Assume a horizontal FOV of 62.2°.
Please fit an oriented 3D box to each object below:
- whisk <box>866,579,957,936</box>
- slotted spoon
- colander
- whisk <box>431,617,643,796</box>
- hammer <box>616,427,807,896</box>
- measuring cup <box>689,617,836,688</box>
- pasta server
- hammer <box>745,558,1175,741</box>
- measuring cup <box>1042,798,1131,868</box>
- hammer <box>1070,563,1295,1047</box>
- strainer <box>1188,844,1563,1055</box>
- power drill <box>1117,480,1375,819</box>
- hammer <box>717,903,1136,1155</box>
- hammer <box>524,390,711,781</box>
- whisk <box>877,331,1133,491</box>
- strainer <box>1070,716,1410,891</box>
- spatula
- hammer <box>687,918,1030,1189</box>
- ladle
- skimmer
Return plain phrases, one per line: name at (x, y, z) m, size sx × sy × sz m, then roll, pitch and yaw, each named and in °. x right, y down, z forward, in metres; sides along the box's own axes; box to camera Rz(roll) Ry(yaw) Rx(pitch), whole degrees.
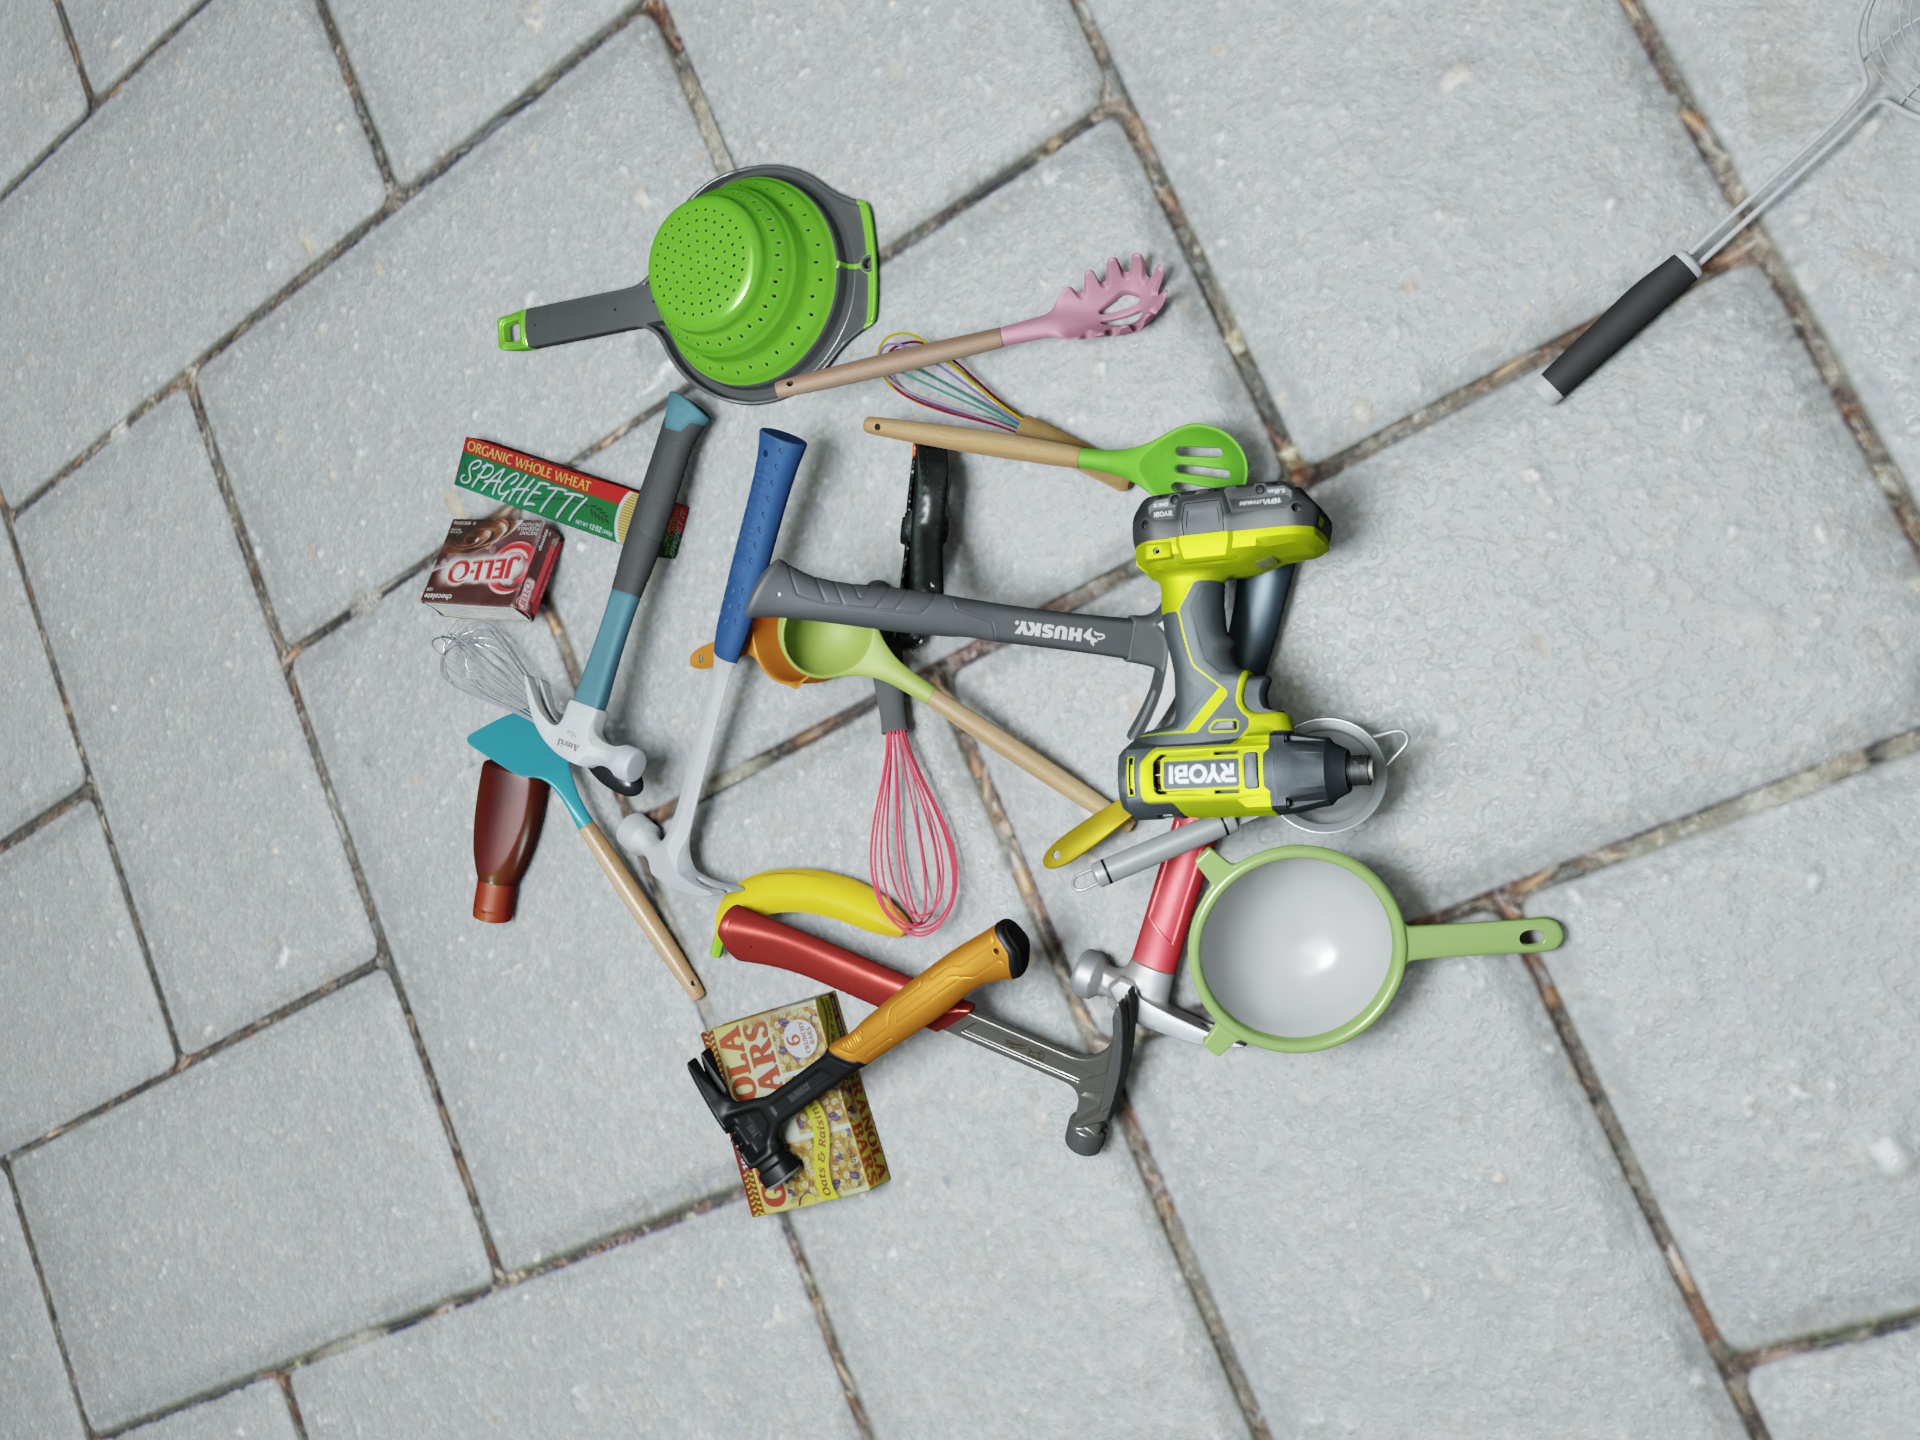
whisk at (-0.051, 0.028, 1.296) m, size 0.073 × 0.073 × 0.296 m, roll -12°, pitch 80°, yaw 25°
slotted spoon at (0.068, -0.206, 1.213) m, size 0.314 × 0.031 × 0.070 m, roll 12°, pitch 104°, yaw 20°
colander at (-0.265, -0.368, 1.365) m, size 0.397 × 0.094 × 0.204 m, roll -3°, pitch 90°, yaw 26°
whisk at (-0.381, -0.008, 1.432) m, size 0.285 × 0.070 × 0.070 m, roll 34°, pitch 105°, yaw 28°
hammer at (-0.194, -0.041, 1.324) m, size 0.144 × 0.035 × 0.405 m, roll 32°, pitch 114°, yaw 37°
measuring cup at (-0.157, -0.067, 1.350) m, size 0.173 × 0.052 × 0.095 m, roll -13°, pitch 85°, yaw 40°
pasta server at (0.005, -0.295, 1.232) m, size 0.316 × 0.040 × 0.060 m, roll -11°, pitch 73°, yaw 10°
hammer at (0.010, -0.069, 1.174) m, size 0.334 × 0.035 × 0.146 m, roll 6°, pitch 100°, yaw -10°
measuring cup at (0.112, 0.067, 1.191) m, size 0.156 × 0.029 × 0.062 m, roll -39°, pitch 61°, yaw 27°
hammer at (0.200, 0.049, 1.183) m, size 0.143 × 0.038 × 0.386 m, roll 19°, pitch 99°, yaw 23°
strainer at (0.287, 0.150, 1.124) m, size 0.256 × 0.069 × 0.151 m, roll -4°, pitch 101°, yaw 2°
power drill at (0.196, -0.045, 1.101) m, size 0.171 × 0.080 × 0.223 m, roll -4°, pitch 82°, yaw 24°
hammer at (-0.035, 0.216, 1.269) m, size 0.359 × 0.037 × 0.149 m, roll 20°, pitch 118°, yaw 21°
hammer at (-0.282, -0.122, 1.368) m, size 0.128 × 0.033 × 0.331 m, roll 17°, pitch 88°, yaw 22°
whisk at (0.032, -0.244, 1.255) m, size 0.245 × 0.051 × 0.047 m, roll 30°, pitch 98°, yaw 19°
strainer at (0.198, 0.068, 1.135) m, size 0.258 × 0.050 × 0.087 m, roll -23°, pitch 65°, yaw 2°
spatula at (-0.324, 0.119, 1.432) m, size 0.317 × 0.082 × 0.044 m, roll 56°, pitch 142°, yaw 5°
hammer at (-0.077, 0.246, 1.252) m, size 0.337 × 0.034 × 0.127 m, roll -39°, pitch 83°, yaw 28°
ladle at (-0.002, -0.004, 1.233) m, size 0.320 × 0.062 × 0.078 m, roll 33°, pitch 94°, yaw 5°
skimmer at (0.514, -0.326, 0.993) m, size 0.127 × 0.090 × 0.363 m, roll 40°, pitch 113°, yaw -14°
